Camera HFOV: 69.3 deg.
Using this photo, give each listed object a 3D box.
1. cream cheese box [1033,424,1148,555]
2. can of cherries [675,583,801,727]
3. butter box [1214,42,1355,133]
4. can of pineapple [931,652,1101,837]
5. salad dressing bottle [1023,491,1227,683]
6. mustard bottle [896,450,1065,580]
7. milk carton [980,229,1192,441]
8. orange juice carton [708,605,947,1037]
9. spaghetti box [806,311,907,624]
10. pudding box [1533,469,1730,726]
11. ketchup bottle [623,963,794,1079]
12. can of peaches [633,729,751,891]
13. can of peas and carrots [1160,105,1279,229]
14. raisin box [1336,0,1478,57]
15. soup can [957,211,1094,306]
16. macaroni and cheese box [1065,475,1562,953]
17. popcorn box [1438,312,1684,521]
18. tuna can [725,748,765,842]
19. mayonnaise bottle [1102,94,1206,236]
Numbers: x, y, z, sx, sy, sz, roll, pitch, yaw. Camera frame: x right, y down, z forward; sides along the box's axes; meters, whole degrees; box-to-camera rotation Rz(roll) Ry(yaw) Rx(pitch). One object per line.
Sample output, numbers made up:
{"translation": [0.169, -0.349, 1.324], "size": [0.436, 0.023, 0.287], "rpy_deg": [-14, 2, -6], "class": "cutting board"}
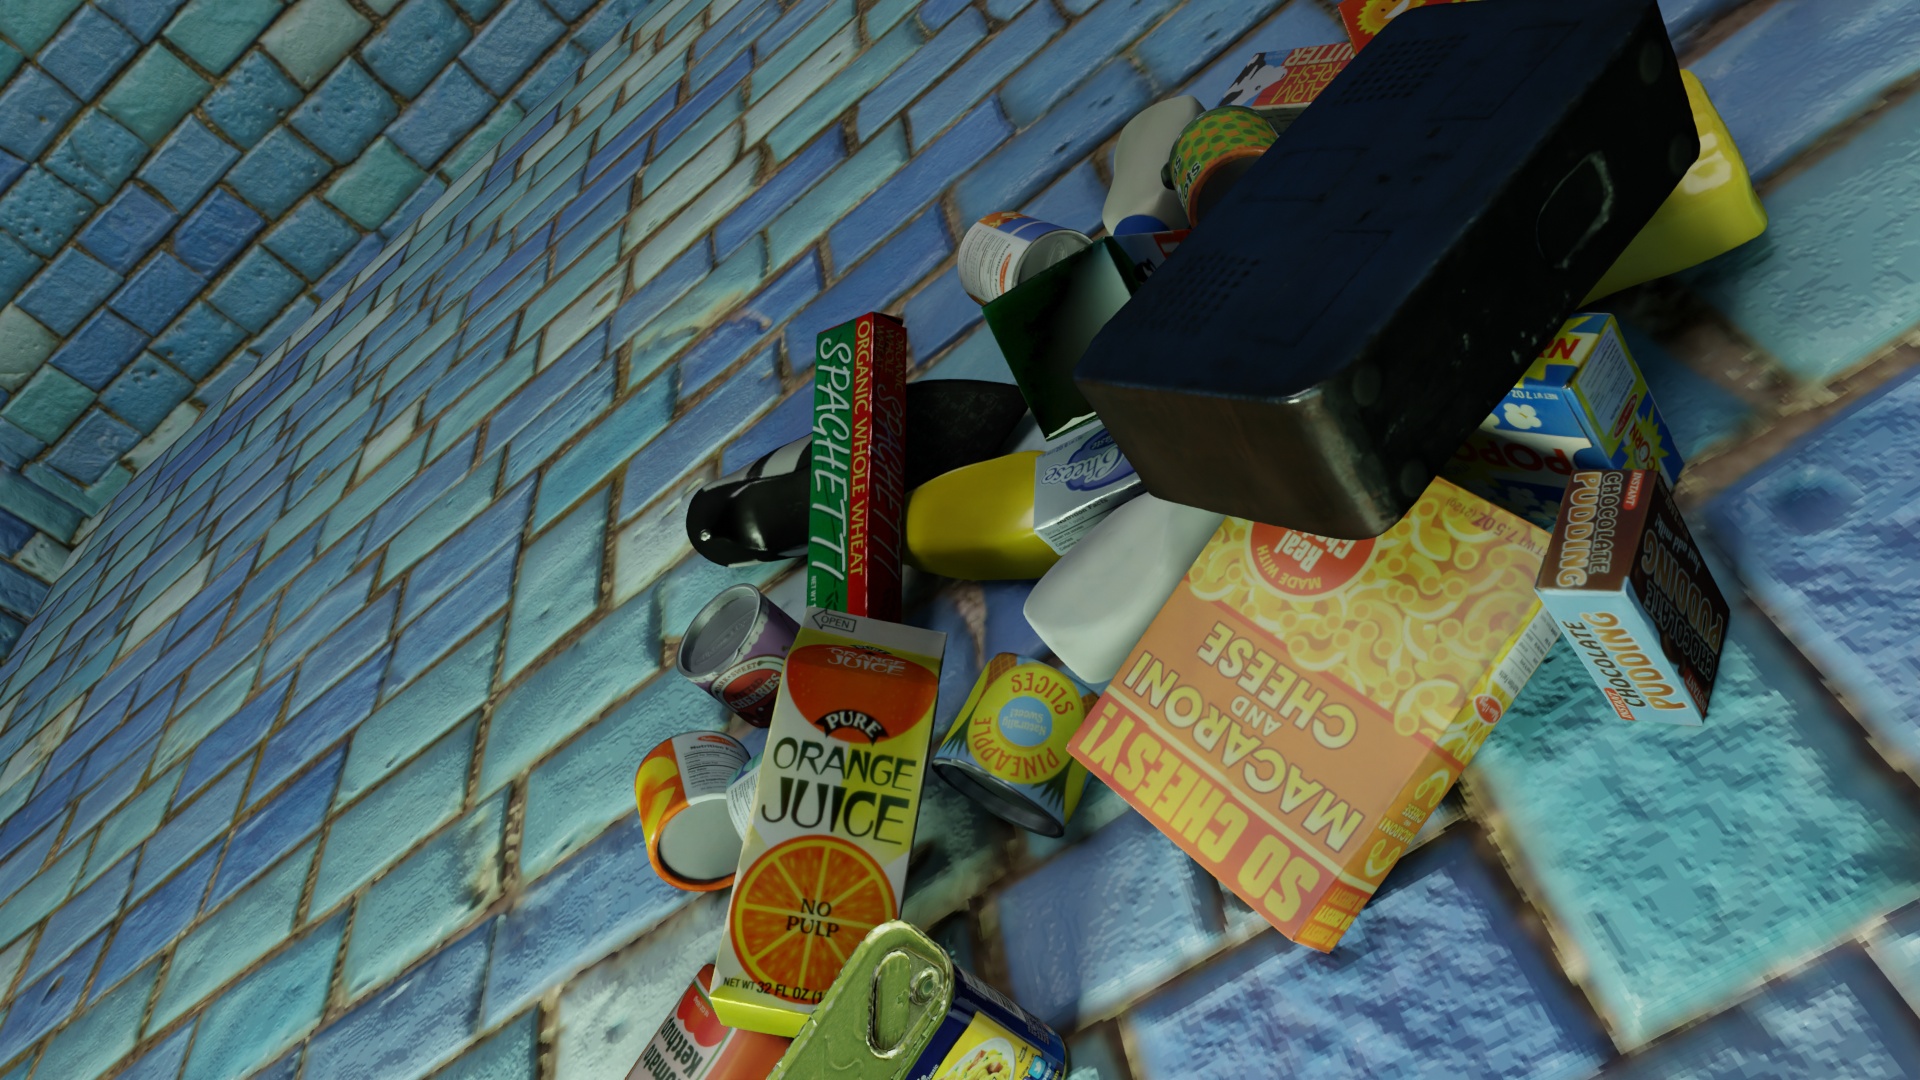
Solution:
{"translation": [0.083, -0.036, 0.659], "size": [0.103, 0.024, 0.054], "rpy_deg": [-26, 40, 29], "class": "cream cheese box"}
{"translation": [-0.123, 0.070, 0.818], "size": [0.071, 0.058, 0.072], "rpy_deg": [-28, 37, 24], "class": "can of cherries"}
{"translation": [0.208, -0.276, 0.850], "size": [0.053, 0.024, 0.103], "rpy_deg": [-54, 33, -11], "class": "butter box"}
{"translation": [0.029, 0.090, 0.617], "size": [0.071, 0.071, 0.058], "rpy_deg": [5, 58, 50], "class": "can of pineapple"}
{"translation": [0.095, -0.003, 0.595], "size": [0.147, 0.044, 0.064], "rpy_deg": [-43, 33, 4], "class": "salad dressing bottle"}
{"translation": [0.003, -0.010, 0.771], "size": [0.160, 0.048, 0.065], "rpy_deg": [-6, 54, 45], "class": "mustard bottle"}
{"translation": [0.091, -0.111, 0.717], "size": [0.072, 0.073, 0.191], "rpy_deg": [-26, 1, 27], "class": "milk carton"}
{"translation": [-0.054, 0.121, 0.625], "size": [0.072, 0.072, 0.193], "rpy_deg": [10, 61, 0], "class": "orange juice carton"}
{"translation": [-0.058, -0.007, 0.772], "size": [0.050, 0.028, 0.251], "rpy_deg": [-15, 67, 39], "class": "spaghetti box"}
{"translation": [0.224, 0.020, 0.461], "size": [0.030, 0.083, 0.050], "rpy_deg": [0, 54, 47], "class": "pudding box"}
{"translation": [-0.140, 0.272, 0.634], "size": [0.149, 0.043, 0.065], "rpy_deg": [-54, 34, -10], "class": "ketchup bottle"}
{"translation": [-0.139, 0.147, 0.748], "size": [0.071, 0.071, 0.058], "rpy_deg": [-44, 33, 4], "class": "can of peaches"}
{"translation": [0.155, -0.205, 0.794], "size": [0.071, 0.071, 0.059], "rpy_deg": [-33, 36, 20], "class": "can of peas and carrots"}
{"translation": [0.258, -0.260, 0.742], "size": [0.086, 0.040, 0.124], "rpy_deg": [-21, 47, 22], "class": "raisin box"}
{"translation": [0.046, -0.171, 0.884], "size": [0.071, 0.071, 0.084], "rpy_deg": [-47, 32, -2], "class": "soup can"}
{"translation": [0.135, 0.049, 0.525], "size": [0.124, 0.040, 0.166], "rpy_deg": [37, 93, 41], "class": "macaroni and cheese box"}
{"translation": [0.208, -0.050, 0.553], "size": [0.038, 0.085, 0.127], "rpy_deg": [-52, 33, -15], "class": "popcorn box"}
{"translation": [-0.083, 0.135, 0.701], "size": [0.032, 0.071, 0.071], "rpy_deg": [-37, 34, 15], "class": "tuna can"}
{"translation": [0.120, -0.214, 0.869], "size": [0.064, 0.041, 0.149], "rpy_deg": [-18, 44, 39], "class": "mayonnaise bottle"}
